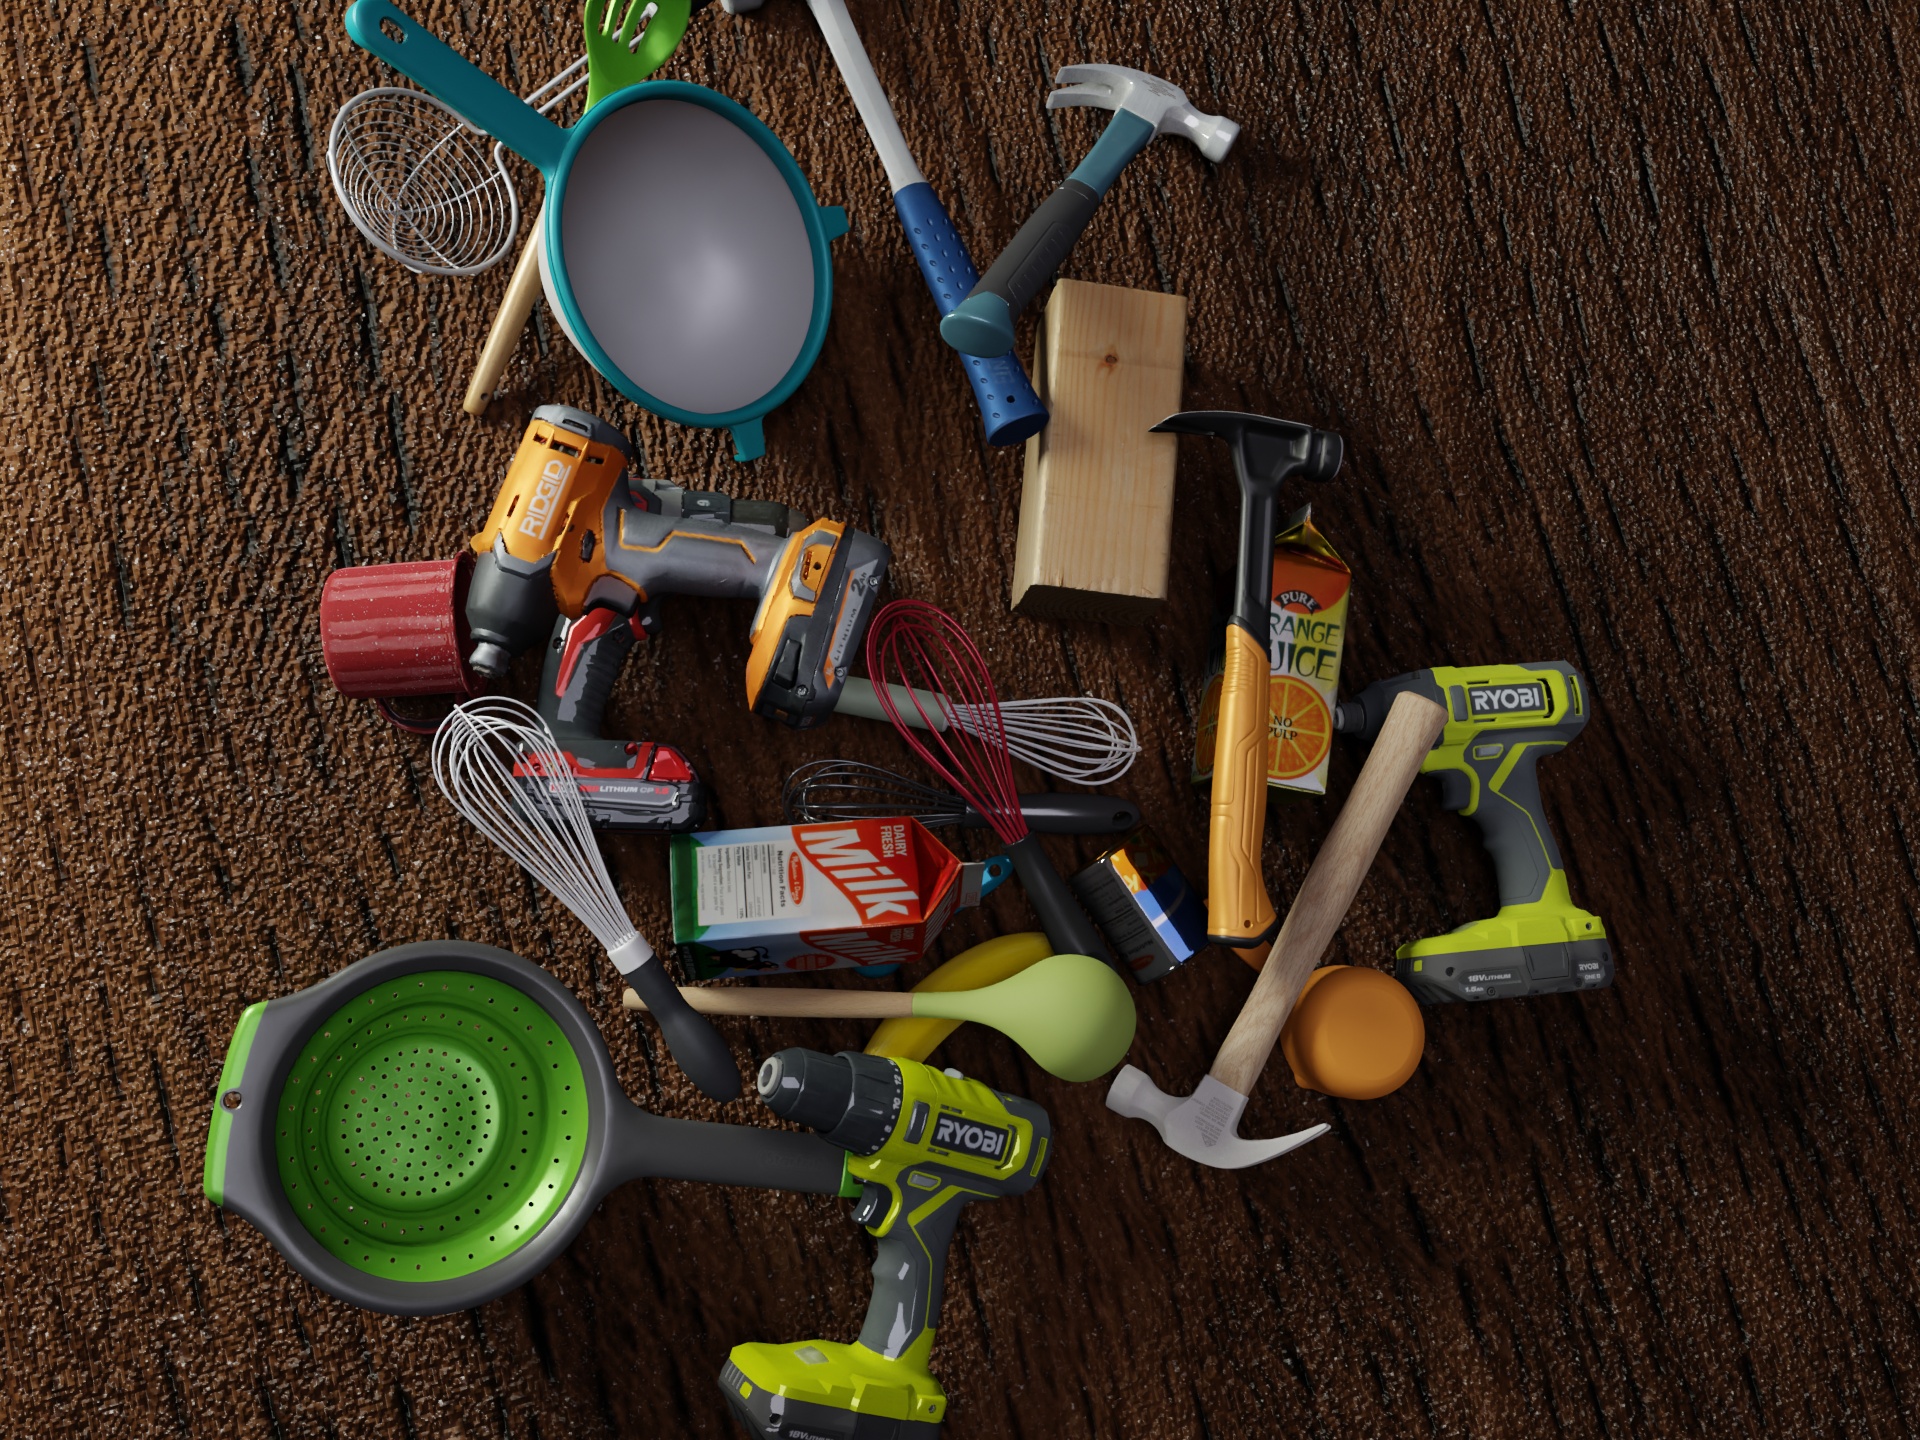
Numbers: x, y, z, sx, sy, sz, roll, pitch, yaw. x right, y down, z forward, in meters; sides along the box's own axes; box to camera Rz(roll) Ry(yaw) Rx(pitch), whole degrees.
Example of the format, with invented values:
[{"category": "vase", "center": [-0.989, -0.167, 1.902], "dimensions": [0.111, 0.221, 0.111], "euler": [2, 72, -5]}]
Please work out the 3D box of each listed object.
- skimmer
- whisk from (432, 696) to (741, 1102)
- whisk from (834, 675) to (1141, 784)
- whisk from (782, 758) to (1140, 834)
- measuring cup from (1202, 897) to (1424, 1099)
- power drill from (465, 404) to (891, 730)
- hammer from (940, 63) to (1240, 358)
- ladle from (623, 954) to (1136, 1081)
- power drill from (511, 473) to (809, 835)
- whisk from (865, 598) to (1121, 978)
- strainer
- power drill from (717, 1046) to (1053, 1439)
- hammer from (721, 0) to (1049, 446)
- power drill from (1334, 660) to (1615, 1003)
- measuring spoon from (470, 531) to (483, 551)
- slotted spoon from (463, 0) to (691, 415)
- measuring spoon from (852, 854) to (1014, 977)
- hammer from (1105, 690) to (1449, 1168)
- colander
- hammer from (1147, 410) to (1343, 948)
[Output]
[{"category": "skimmer", "center": [-0.243, -0.428, 1.034], "dimensions": [0.363, 0.090, 0.127], "euler": [-39, 109, -4]}, {"category": "whisk", "center": [-0.209, 0.109, 0.921], "dimensions": [0.070, 0.070, 0.284], "euler": [-35, 101, -11]}, {"category": "whisk", "center": [-0.002, -0.003, 1.046], "dimensions": [0.246, 0.059, 0.058], "euler": [11, 97, -1]}, {"category": "whisk", "center": [0.003, 0.056, 1.039], "dimensions": [0.239, 0.055, 0.055], "euler": [3, 81, -12]}, {"category": "measuring cup", "center": [0.229, 0.177, 1.046], "dimensions": [0.173, 0.052, 0.095], "euler": [43, 78, -2]}, {"category": "power drill", "center": [-0.171, -0.073, 0.936], "dimensions": [0.226, 0.084, 0.164], "euler": [20, 75, -6]}, {"category": "hammer", "center": [0.075, -0.339, 1.047], "dimensions": [0.128, 0.033, 0.331], "euler": [30, 53, 2]}, {"category": "ladle", "center": [-0.052, 0.180, 0.987], "dimensions": [0.320, 0.062, 0.078], "euler": [-1, 62, 10]}, {"category": "power drill", "center": [-0.192, -0.043, 1.004], "dimensions": [0.188, 0.080, 0.227], "euler": [2, 83, -8]}, {"category": "whisk", "center": [0.027, 0.056, 0.996], "dimensions": [0.073, 0.073, 0.295], "euler": [-30, 98, -11]}, {"category": "strainer", "center": [-0.234, -0.315, 0.980], "dimensions": [0.340, 0.095, 0.211], "euler": [30, 72, -39]}, {"category": "power drill", "center": [-0.059, 0.314, 0.950], "dimensions": [0.190, 0.080, 0.228], "euler": [23, 79, -27]}, {"category": "hammer", "center": [-0.031, -0.365, 1.064], "dimensions": [0.144, 0.035, 0.406], "euler": [-19, 73, -11]}, {"category": "power drill", "center": [0.345, 0.074, 1.070], "dimensions": [0.171, 0.080, 0.223], "euler": [-4, 78, -9]}, {"category": "measuring spoon", "center": [-0.262, -0.109, 1.044], "dimensions": [0.117, 0.011, 0.021], "euler": [7, 85, -3]}, {"category": "slotted spoon", "center": [-0.256, -0.342, 1.024], "dimensions": [0.031, 0.070, 0.313], "euler": [32, 101, 38]}, {"category": "measuring spoon", "center": [-0.018, 0.123, 1.034], "dimensions": [0.128, 0.021, 0.042], "euler": [-31, 87, -9]}, {"category": "hammer", "center": [0.226, 0.133, 1.020], "dimensions": [0.130, 0.031, 0.331], "euler": [27, 85, 22]}, {"category": "colander", "center": [-0.238, 0.252, 0.961], "dimensions": [0.396, 0.094, 0.205], "euler": [14, 72, -24]}, {"category": "hammer", "center": [0.173, -0.027, 0.998], "dimensions": [0.127, 0.034, 0.337], "euler": [6, 83, -18]}]
